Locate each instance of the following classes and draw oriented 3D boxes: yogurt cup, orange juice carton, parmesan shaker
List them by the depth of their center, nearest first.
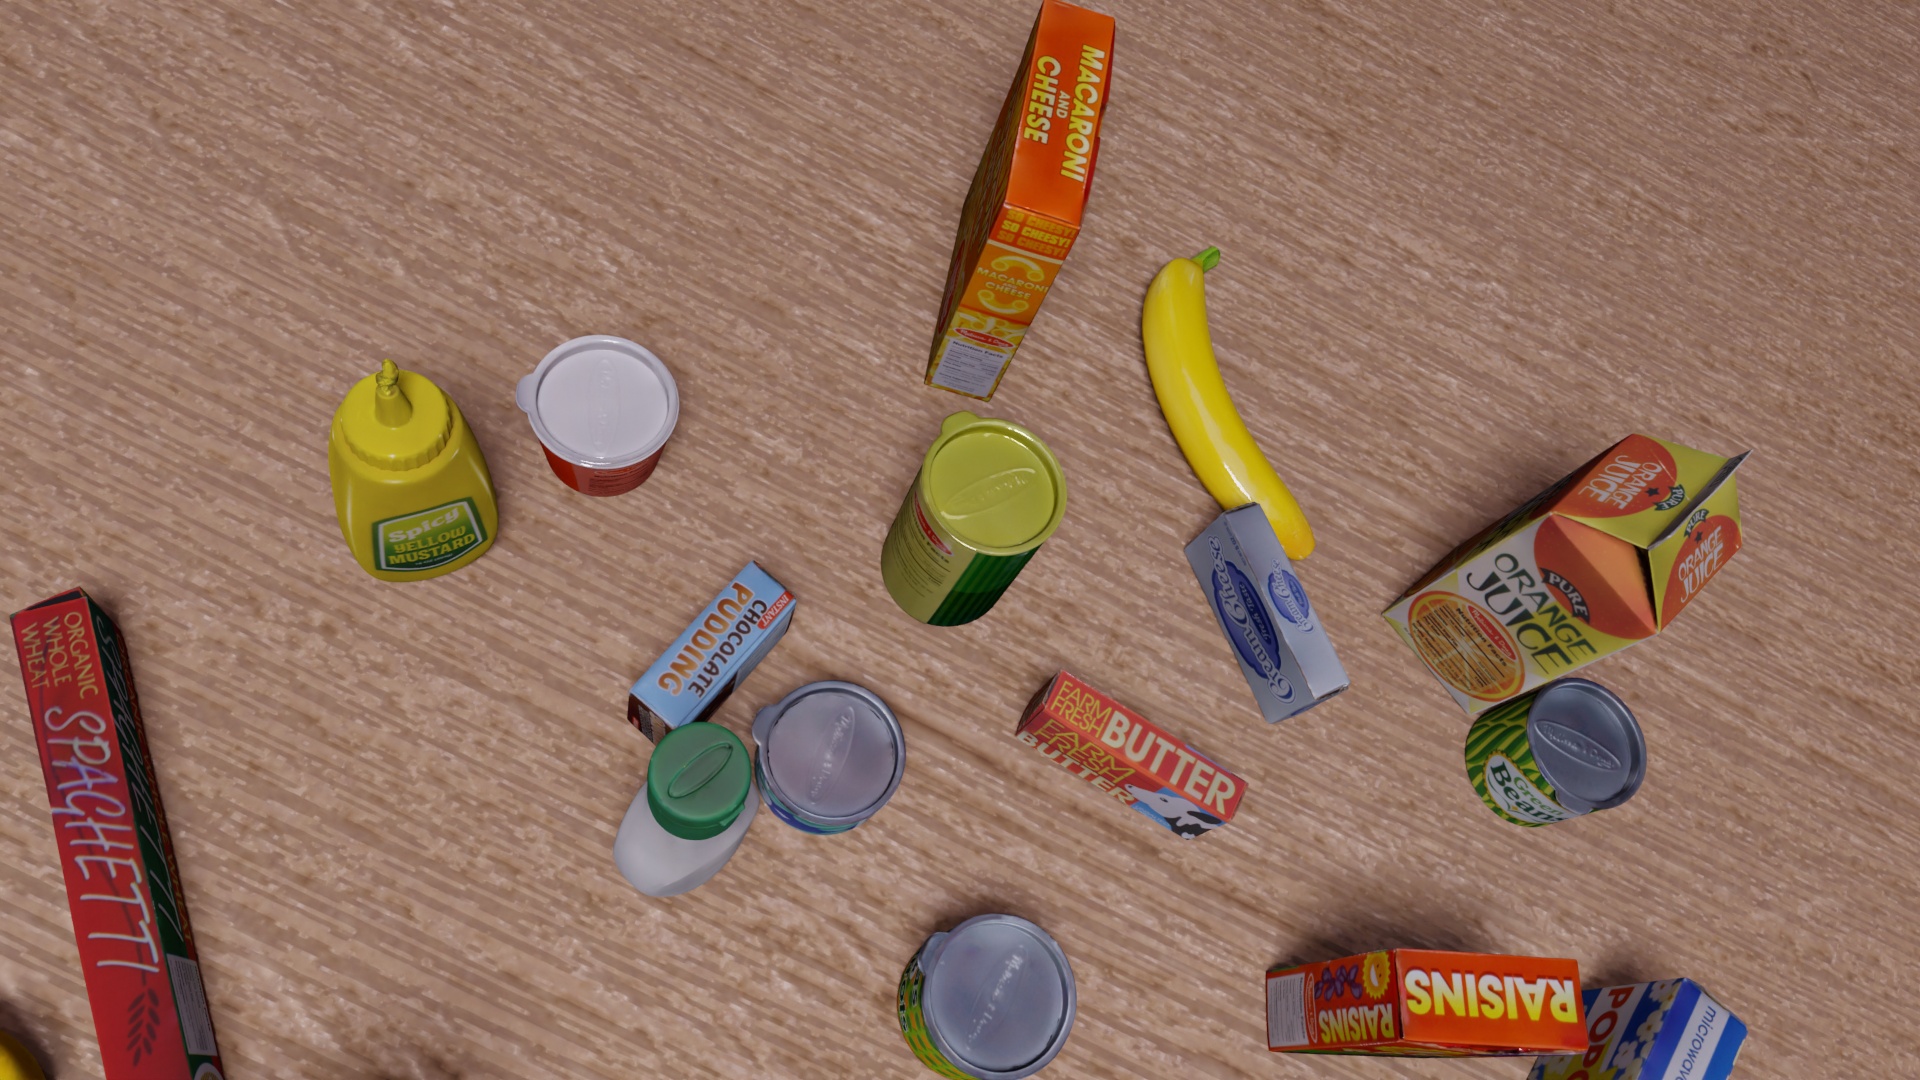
[{"bbox_3d":[0.002,-0.008,0.655,0.071,0.102,0.071,5,67,-12],"label":"parmesan shaker"},{"bbox_3d":[-0.169,-0.055,0.658,0.072,0.053,0.072,5,67,-12],"label":"yogurt cup"},{"bbox_3d":[0.296,0.014,0.673,0.072,0.192,0.073,-35,81,-24],"label":"orange juice carton"}]

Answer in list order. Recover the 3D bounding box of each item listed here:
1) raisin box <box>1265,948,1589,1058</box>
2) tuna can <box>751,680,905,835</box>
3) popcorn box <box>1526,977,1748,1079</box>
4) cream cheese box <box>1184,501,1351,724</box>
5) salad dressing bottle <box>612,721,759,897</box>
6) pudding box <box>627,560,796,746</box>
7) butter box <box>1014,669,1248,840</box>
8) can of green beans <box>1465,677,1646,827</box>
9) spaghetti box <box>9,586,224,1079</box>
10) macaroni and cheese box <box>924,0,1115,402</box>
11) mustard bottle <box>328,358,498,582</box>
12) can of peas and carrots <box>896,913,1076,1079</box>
[{"bbox_3d":[0.198,0.205,0.607,0.086,0.123,0.040,8,67,-12],"label":"raisin box"},{"bbox_3d":[-0.063,0.099,0.633,0.071,0.032,0.071,5,67,-12],"label":"tuna can"},{"bbox_3d":[0.291,0.262,0.629,0.038,0.085,0.127,40,64,4],"label":"popcorn box"},{"bbox_3d":[0.154,0.038,0.703,0.024,0.053,0.104,-18,74,-20],"label":"cream cheese box"},{"bbox_3d":[-0.108,0.107,0.554,0.064,0.147,0.044,-39,82,-24],"label":"salad dressing bottle"},{"bbox_3d":[-0.112,0.054,0.629,0.030,0.049,0.084,39,64,3],"label":"pudding box"},{"bbox_3d":[0.079,0.103,0.657,0.103,0.053,0.024,31,64,0],"label":"butter box"},{"bbox_3d":[0.302,0.110,0.710,0.071,0.057,0.071,5,67,-12],"label":"can of green beans"},{"bbox_3d":[-0.322,0.141,0.539,0.029,0.050,0.250,-17,73,-20],"label":"spaghetti box"},{"bbox_3d":[0.028,-0.163,0.691,0.040,0.165,0.124,15,66,-8],"label":"macaroni and cheese box"},{"bbox_3d":[-0.229,-0.030,0.573,0.065,0.159,0.049,-19,74,-21],"label":"mustard bottle"},{"bbox_3d":[0.008,0.196,0.597,0.071,0.058,0.071,5,67,-12],"label":"can of peas and carrots"}]
